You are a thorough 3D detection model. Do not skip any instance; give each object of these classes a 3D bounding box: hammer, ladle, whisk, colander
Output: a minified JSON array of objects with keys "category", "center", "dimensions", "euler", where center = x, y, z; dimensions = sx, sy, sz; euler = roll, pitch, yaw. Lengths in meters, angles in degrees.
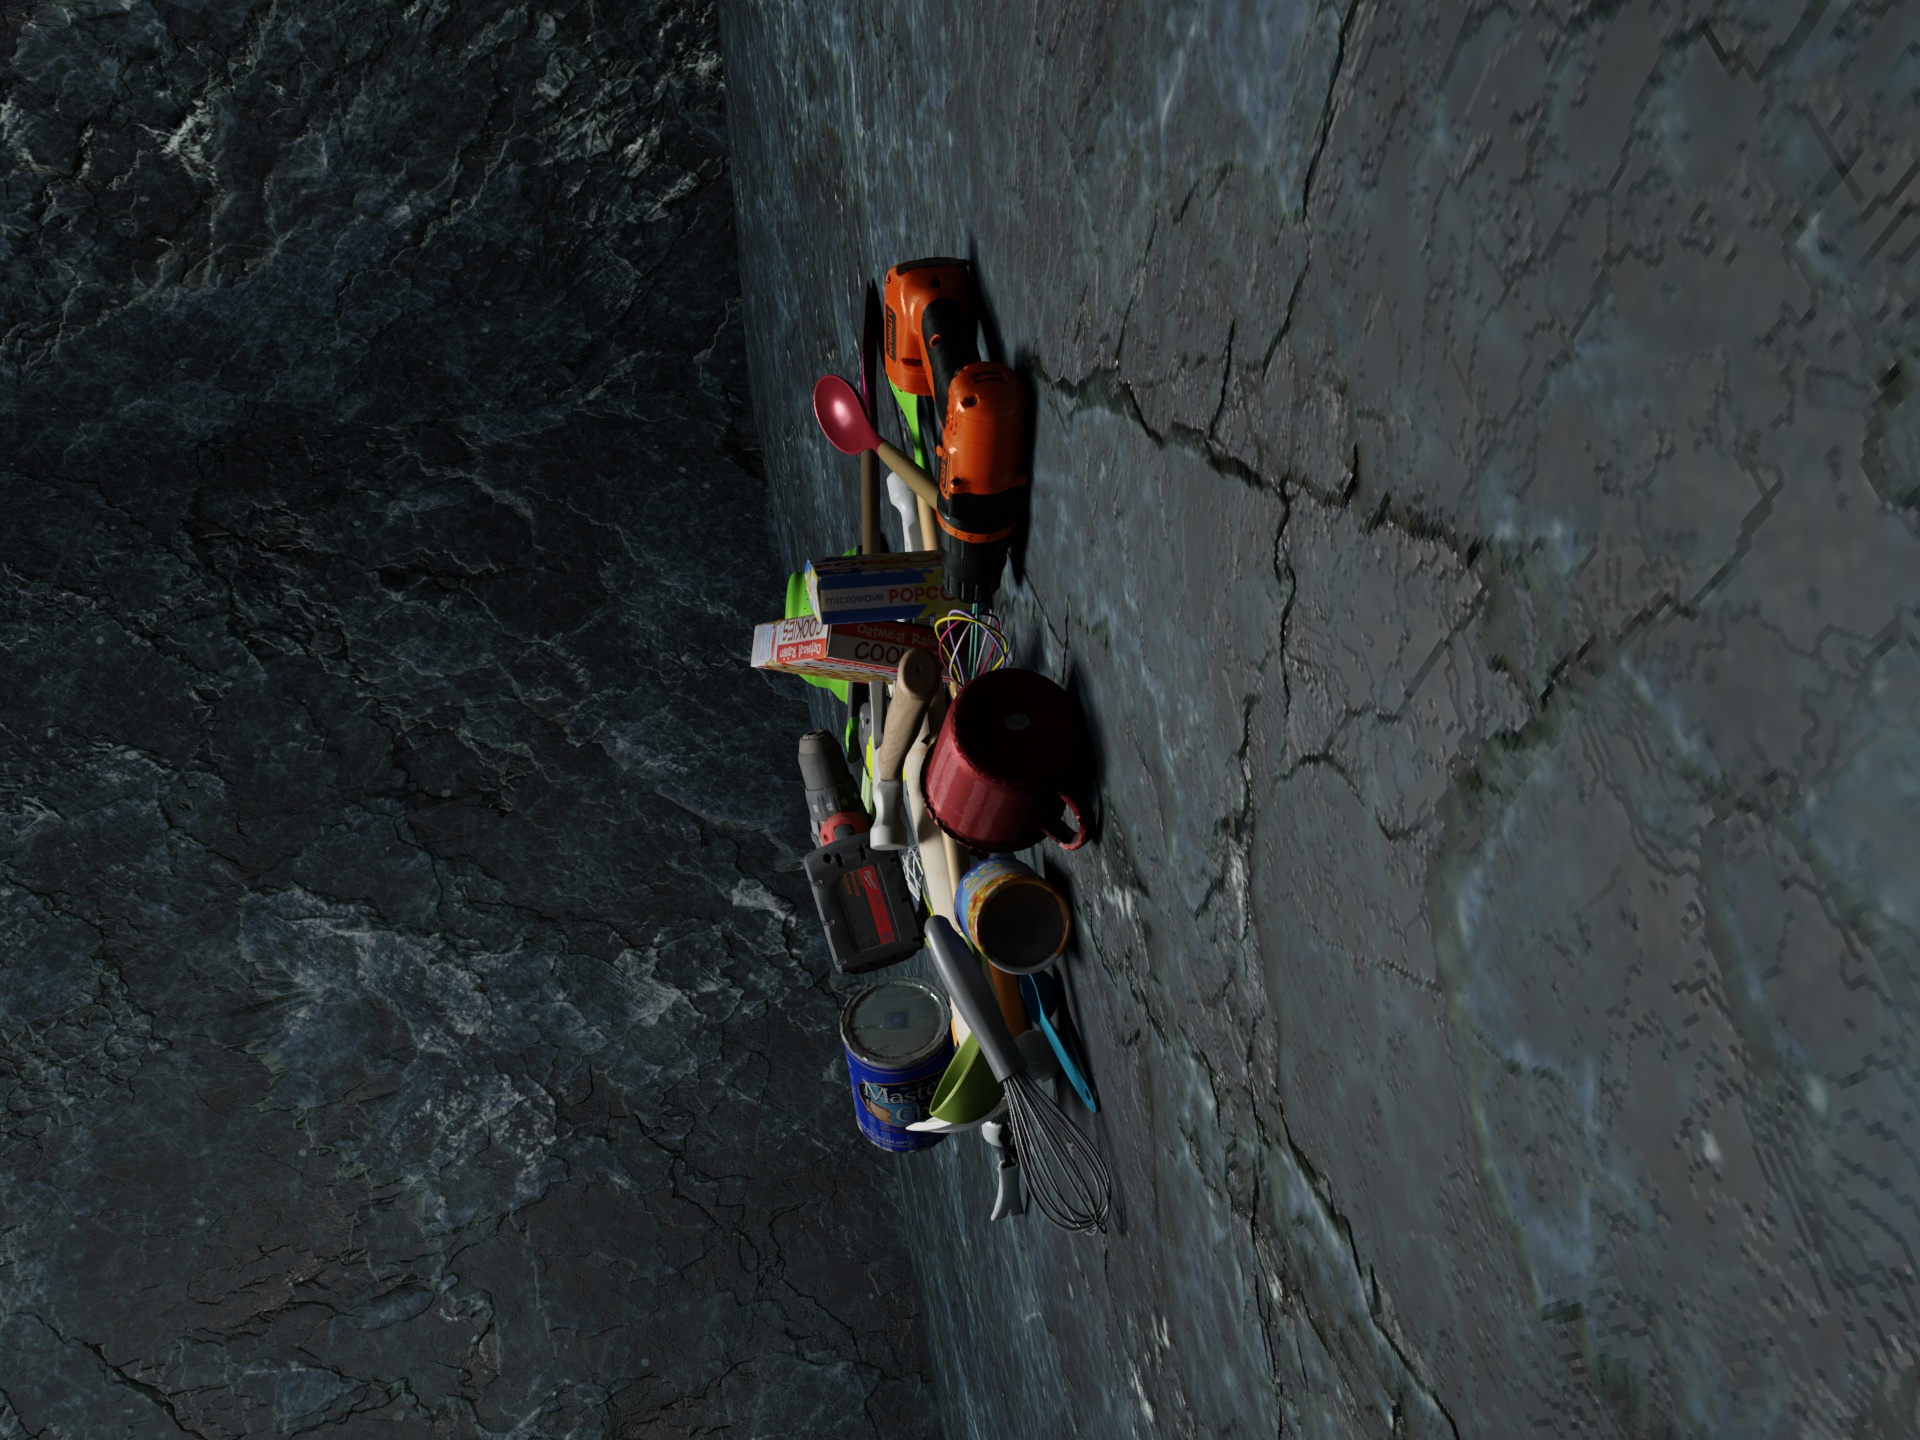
[{"category":"hammer","center":[0.004,0.310,1.571],"dimensions":[0.409,0.036,0.149],"euler":[-112,15,-58]},{"category":"ladle","center":[-0.051,-0.207,1.262],"dimensions":[0.316,0.031,0.069],"euler":[-131,30,-53]},{"category":"hammer","center":[-0.019,0.126,1.296],"dimensions":[0.146,0.038,0.411],"euler":[-41,47,35]},{"category":"hammer","center":[-0.044,0.006,1.167],"dimensions":[0.331,0.031,0.130],"euler":[115,154,-75]},{"category":"hammer","center":[-0.056,-0.103,1.530],"dimensions":[0.405,0.035,0.144],"euler":[118,143,-76]},{"category":"ladle","center":[-0.011,0.126,1.142],"dimensions":[0.078,0.062,0.320],"euler":[136,127,-80]},{"category":"whisk","center":[0.004,-0.033,1.196],"dimensions":[0.244,0.047,0.051],"euler":[97,161,-72]},{"category":"whisk","center":[-0.018,0.194,1.561],"dimensions":[0.057,0.059,0.247],"euler":[-65,27,22]},{"category":"whisk","center":[0.036,0.237,1.071],"dimensions":[0.239,0.055,0.055],"euler":[62,166,15]},{"category":"colander","center":[-0.143,-0.067,1.688],"dimensions":[0.397,0.094,0.204],"euler":[-94,8,-61]}]

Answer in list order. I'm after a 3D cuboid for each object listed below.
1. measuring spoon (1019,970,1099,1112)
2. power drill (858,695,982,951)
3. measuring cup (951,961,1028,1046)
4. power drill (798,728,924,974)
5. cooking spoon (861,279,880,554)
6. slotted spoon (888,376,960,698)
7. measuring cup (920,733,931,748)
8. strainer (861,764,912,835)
[{"category":"measuring spoon","center":[0.074,0.218,1.097],"dimensions":[0.129,0.021,0.042],"euler":[-122,24,-46]},{"category":"power drill","center":[-0.030,0.100,1.445],"dimensions":[0.171,0.080,0.223],"euler":[98,158,-62]},{"category":"measuring cup","center":[0.021,0.253,1.342],"dimensions":[0.173,0.052,0.095],"euler":[101,158,-71]},{"category":"power drill","center":[-0.102,0.115,1.446],"dimensions":[0.227,0.080,0.187],"euler":[-127,21,-75]},{"category":"cooking spoon","center":[-0.084,-0.262,1.474],"dimensions":[0.068,0.017,0.319],"euler":[106,164,-73]},{"category":"slotted spoon","center":[-0.025,-0.171,1.296],"dimensions":[0.070,0.031,0.313],"euler":[-154,54,-76]},{"category":"measuring cup","center":[0.007,0.023,1.240],"dimensions":[0.156,0.062,0.029],"euler":[68,177,-79]},{"category":"strainer","center":[-0.071,0.097,1.688],"dimensions":[0.256,0.069,0.152],"euler":[100,172,-61]}]
